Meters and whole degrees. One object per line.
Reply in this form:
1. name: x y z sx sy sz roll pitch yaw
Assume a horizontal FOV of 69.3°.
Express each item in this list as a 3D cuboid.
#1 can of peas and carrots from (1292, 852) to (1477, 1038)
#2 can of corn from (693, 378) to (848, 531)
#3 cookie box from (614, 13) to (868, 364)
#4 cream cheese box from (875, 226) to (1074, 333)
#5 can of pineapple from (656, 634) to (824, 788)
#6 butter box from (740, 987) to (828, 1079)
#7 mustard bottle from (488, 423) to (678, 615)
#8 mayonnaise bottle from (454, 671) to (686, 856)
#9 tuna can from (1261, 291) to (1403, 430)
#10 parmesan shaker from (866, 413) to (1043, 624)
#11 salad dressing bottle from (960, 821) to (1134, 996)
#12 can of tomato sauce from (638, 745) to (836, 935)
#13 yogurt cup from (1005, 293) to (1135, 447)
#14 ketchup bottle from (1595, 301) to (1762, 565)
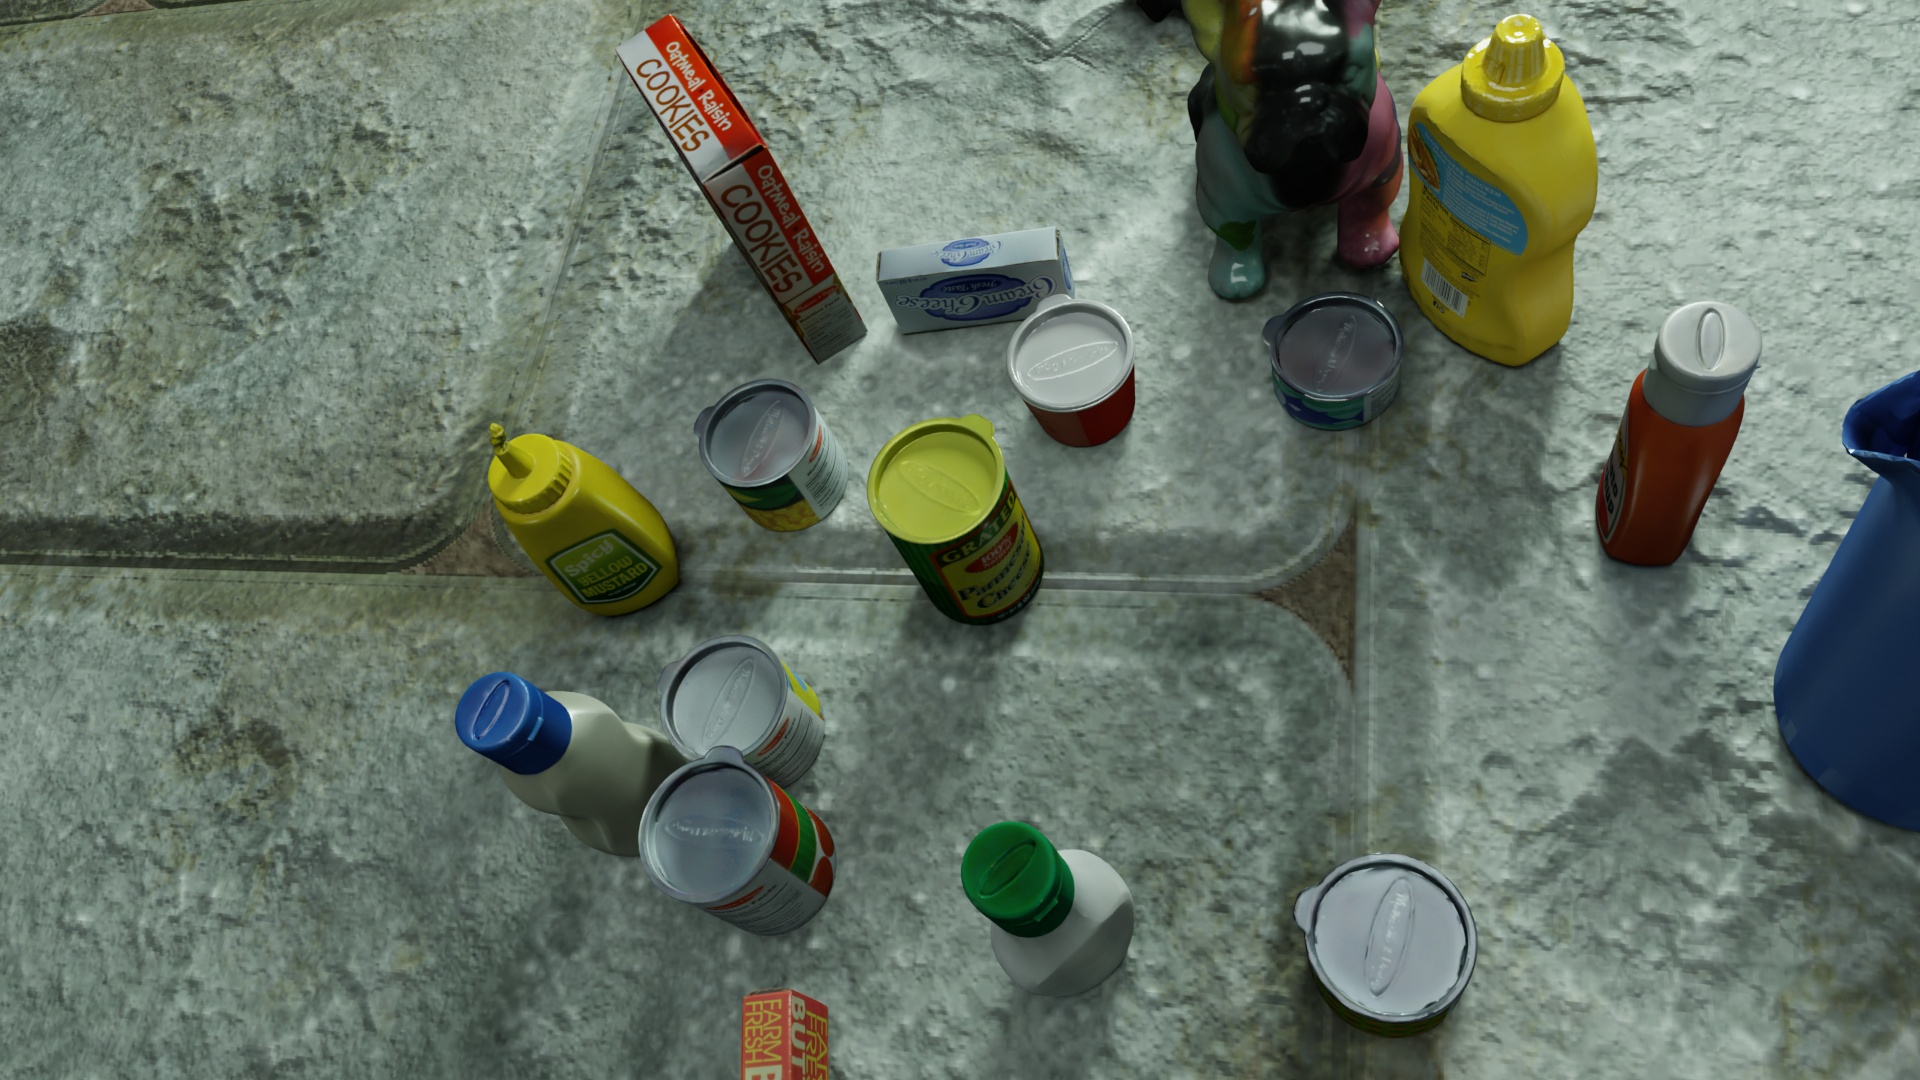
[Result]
1. can of peas and carrots: 0.174 0.168 0.575 0.071 0.058 0.071 -6 63 13
2. can of corn: -0.103 -0.046 0.760 0.071 0.058 0.071 -6 63 13
3. cookie box: -0.118 -0.192 0.776 0.040 0.167 0.123 -33 60 -2
4. cream cheese box: 0.010 -0.146 0.782 0.104 0.053 0.024 -5 63 13
5. can of pineapple: -0.109 0.087 0.695 0.071 0.057 0.071 -6 63 13
6. butter box: -0.076 0.253 0.605 0.024 0.053 0.104 -10 62 11
7. mustard bottle: -0.200 -0.013 0.712 0.065 0.159 0.049 -26 60 2
8. mayonnaise bottle: -0.182 0.103 0.655 0.041 0.147 0.065 16 70 22
9. tuna can: 0.191 -0.093 0.717 0.071 0.032 0.071 -6 63 13
10. parmesan shaker: 0.002 -0.009 0.686 0.071 0.102 0.071 -6 63 13
11. salad dressing bottle: 0.036 0.151 0.571 0.064 0.147 0.044 -43 61 -7
12. can of tomato sauce: -0.102 0.143 0.651 0.071 0.083 0.071 -6 63 13
13. yogurt cup: 0.062 -0.085 0.737 0.072 0.053 0.072 -6 63 13
14. ketchup bottle: 0.306 -0.046 0.595 0.043 0.148 0.065 7 67 19
